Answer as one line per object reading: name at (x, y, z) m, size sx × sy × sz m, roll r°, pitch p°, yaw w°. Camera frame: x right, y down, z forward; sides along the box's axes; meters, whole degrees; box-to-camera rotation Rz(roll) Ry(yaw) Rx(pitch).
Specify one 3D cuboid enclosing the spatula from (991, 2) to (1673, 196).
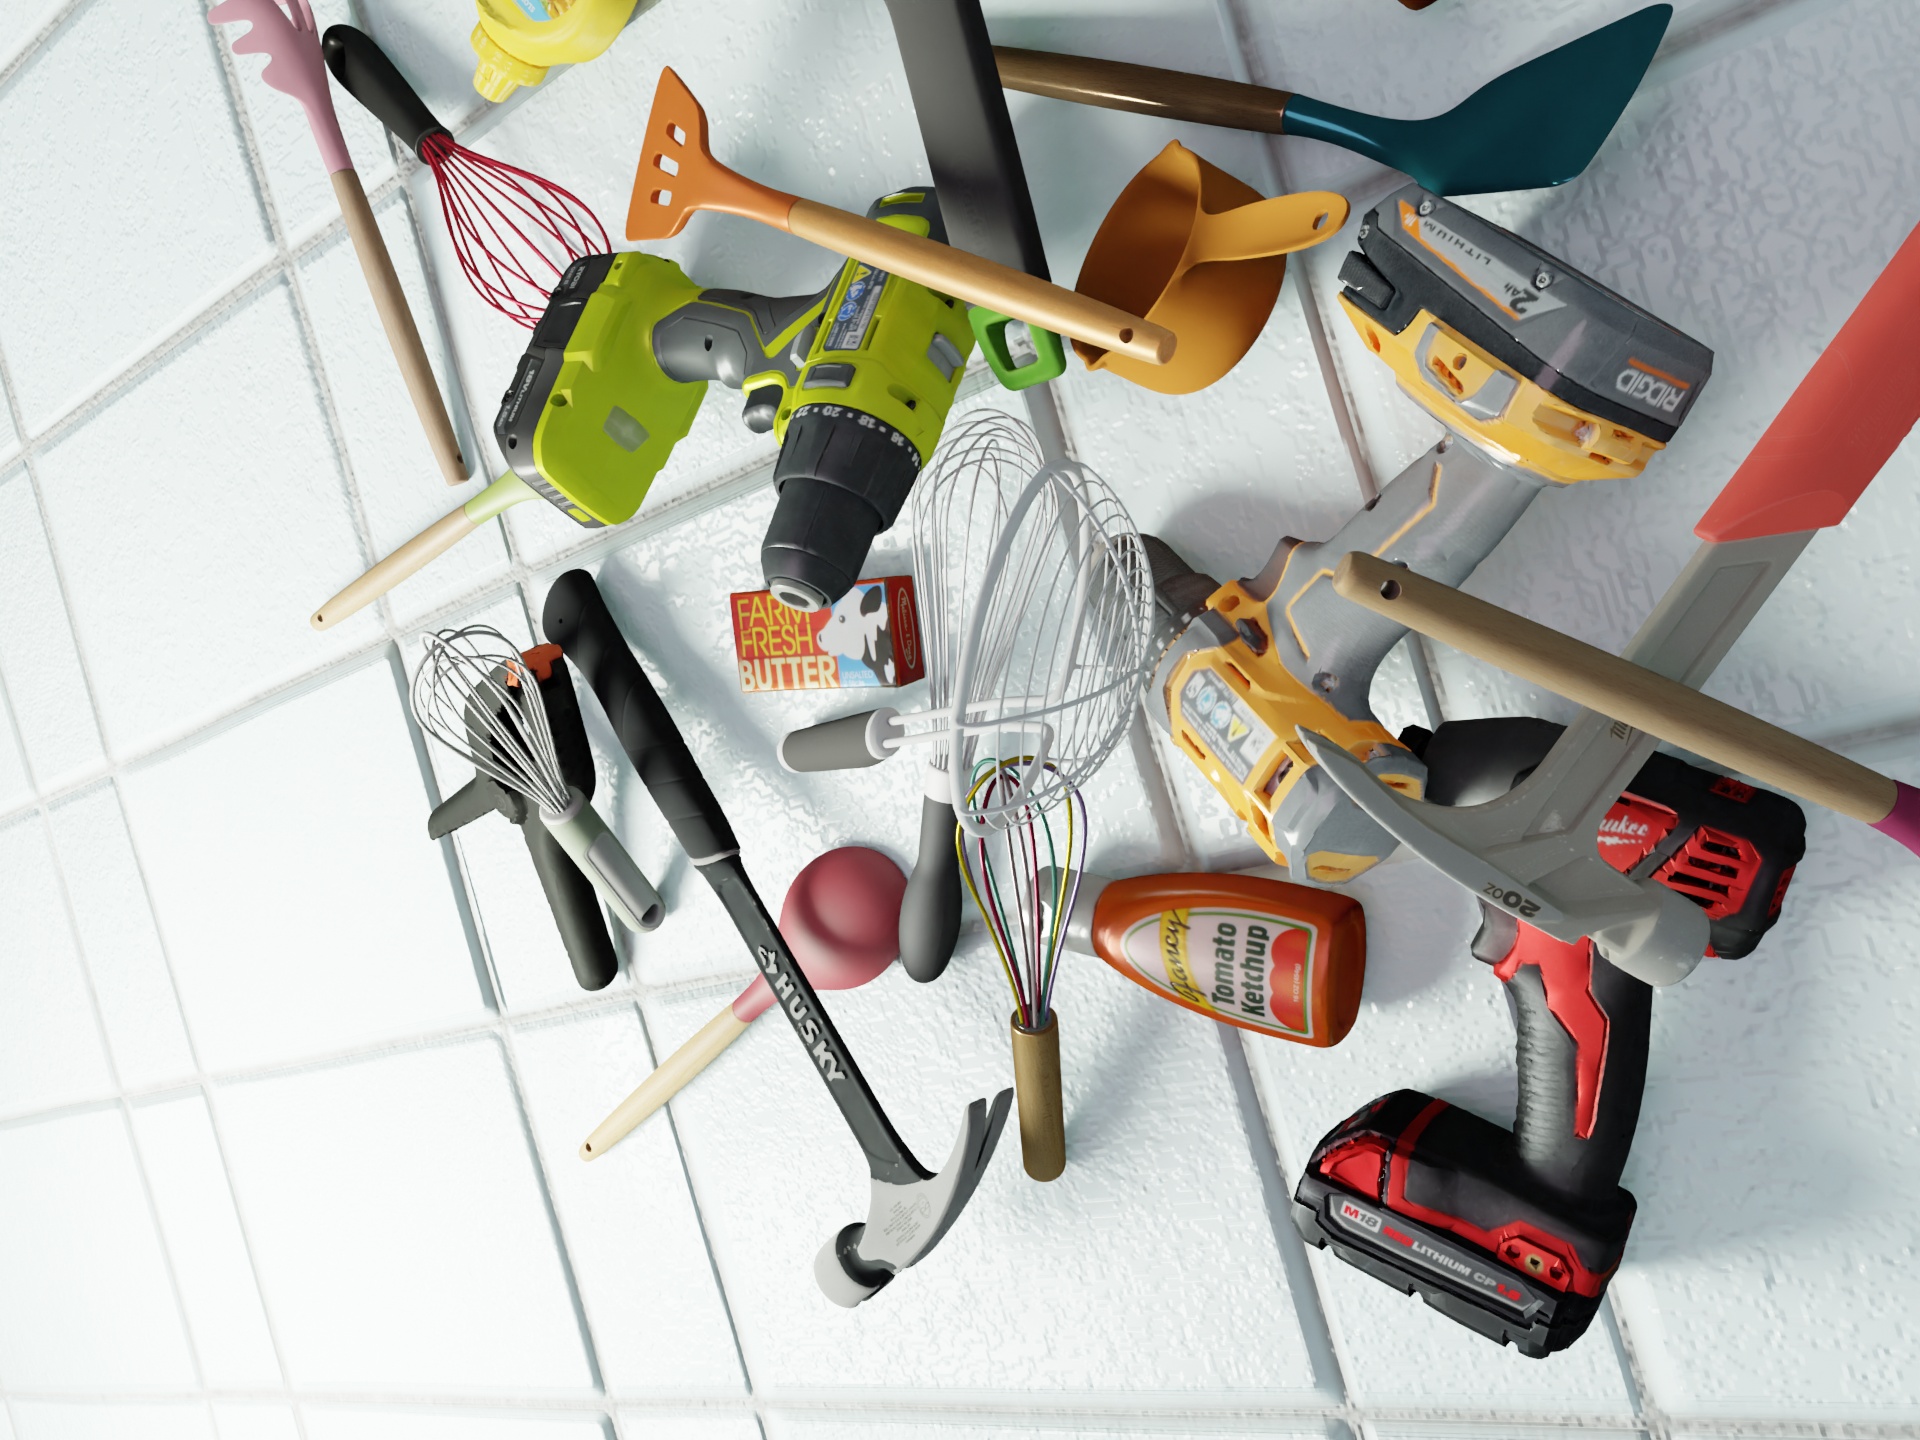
spatula at (0.105, -0.250, 0.622) m, size 0.318 × 0.044 × 0.082 m, roll 23°, pitch 74°, yaw 32°

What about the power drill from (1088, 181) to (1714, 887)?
power drill at (0.141, -0.078, 0.596) m, size 0.226 × 0.084 × 0.186 m, roll -61°, pitch 42°, yaw 25°

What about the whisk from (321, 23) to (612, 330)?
whisk at (-0.279, -0.304, 0.871) m, size 0.296 × 0.073 × 0.073 m, roll 47°, pitch 121°, yaw 25°

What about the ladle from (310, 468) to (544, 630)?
ladle at (-0.306, -0.109, 0.924) m, size 0.320 × 0.062 × 0.078 m, roll -23°, pitch 92°, yaw 38°

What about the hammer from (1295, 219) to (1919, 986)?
hammer at (0.260, -0.095, 0.482) m, size 0.149 × 0.037 × 0.359 m, roll 31°, pitch 101°, yaw -9°

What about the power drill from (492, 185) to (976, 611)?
power drill at (-0.102, -0.143, 0.724) m, size 0.229 × 0.080 × 0.191 m, roll 7°, pitch 69°, yaw 36°

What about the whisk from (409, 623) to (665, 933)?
whisk at (-0.206, 0.039, 0.810) m, size 0.059 × 0.058 × 0.246 m, roll 24°, pitch 153°, yaw 34°

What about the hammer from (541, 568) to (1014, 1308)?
hammer at (-0.114, 0.082, 0.807) m, size 0.149 × 0.036 × 0.409 m, roll -49°, pitch 63°, yaw 33°

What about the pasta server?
pasta server at (-0.351, -0.286, 0.916) m, size 0.040 × 0.060 × 0.316 m, roll -15°, pitch 99°, yaw 26°

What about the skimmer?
skimmer at (-0.031, -0.011, 0.642) m, size 0.363 × 0.090 × 0.127 m, roll -11°, pitch 58°, yaw 64°

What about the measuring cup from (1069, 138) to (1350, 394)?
measuring cup at (0.105, -0.166, 0.588) m, size 0.174 × 0.052 × 0.095 m, roll 21°, pitch 91°, yaw 64°

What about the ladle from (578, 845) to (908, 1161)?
ladle at (-0.132, 0.170, 0.874) m, size 0.315 × 0.031 × 0.069 m, roll -44°, pitch 71°, yaw 33°

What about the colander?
colander at (-0.001, -0.335, 0.653) m, size 0.204 × 0.094 × 0.397 m, roll -11°, pitch 97°, yaw 38°

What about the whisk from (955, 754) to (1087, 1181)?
whisk at (0.027, 0.116, 0.701) m, size 0.051 × 0.047 × 0.244 m, roll 18°, pitch 130°, yaw 31°

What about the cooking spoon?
cooking spoon at (0.257, 0.015, 0.482) m, size 0.319 × 0.017 × 0.068 m, roll 22°, pitch 104°, yaw -8°

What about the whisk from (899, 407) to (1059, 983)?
whisk at (0.000, -0.002, 0.735) m, size 0.070 × 0.070 × 0.284 m, roll 20°, pitch 115°, yaw 30°

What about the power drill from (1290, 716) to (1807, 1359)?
power drill at (0.208, 0.108, 0.600) m, size 0.143 × 0.078 × 0.219 m, roll 22°, pitch 107°, yaw 28°

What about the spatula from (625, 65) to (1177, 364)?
spatula at (-0.042, -0.199, 0.650) m, size 0.323 × 0.041 × 0.081 m, roll 29°, pitch 111°, yaw 31°
